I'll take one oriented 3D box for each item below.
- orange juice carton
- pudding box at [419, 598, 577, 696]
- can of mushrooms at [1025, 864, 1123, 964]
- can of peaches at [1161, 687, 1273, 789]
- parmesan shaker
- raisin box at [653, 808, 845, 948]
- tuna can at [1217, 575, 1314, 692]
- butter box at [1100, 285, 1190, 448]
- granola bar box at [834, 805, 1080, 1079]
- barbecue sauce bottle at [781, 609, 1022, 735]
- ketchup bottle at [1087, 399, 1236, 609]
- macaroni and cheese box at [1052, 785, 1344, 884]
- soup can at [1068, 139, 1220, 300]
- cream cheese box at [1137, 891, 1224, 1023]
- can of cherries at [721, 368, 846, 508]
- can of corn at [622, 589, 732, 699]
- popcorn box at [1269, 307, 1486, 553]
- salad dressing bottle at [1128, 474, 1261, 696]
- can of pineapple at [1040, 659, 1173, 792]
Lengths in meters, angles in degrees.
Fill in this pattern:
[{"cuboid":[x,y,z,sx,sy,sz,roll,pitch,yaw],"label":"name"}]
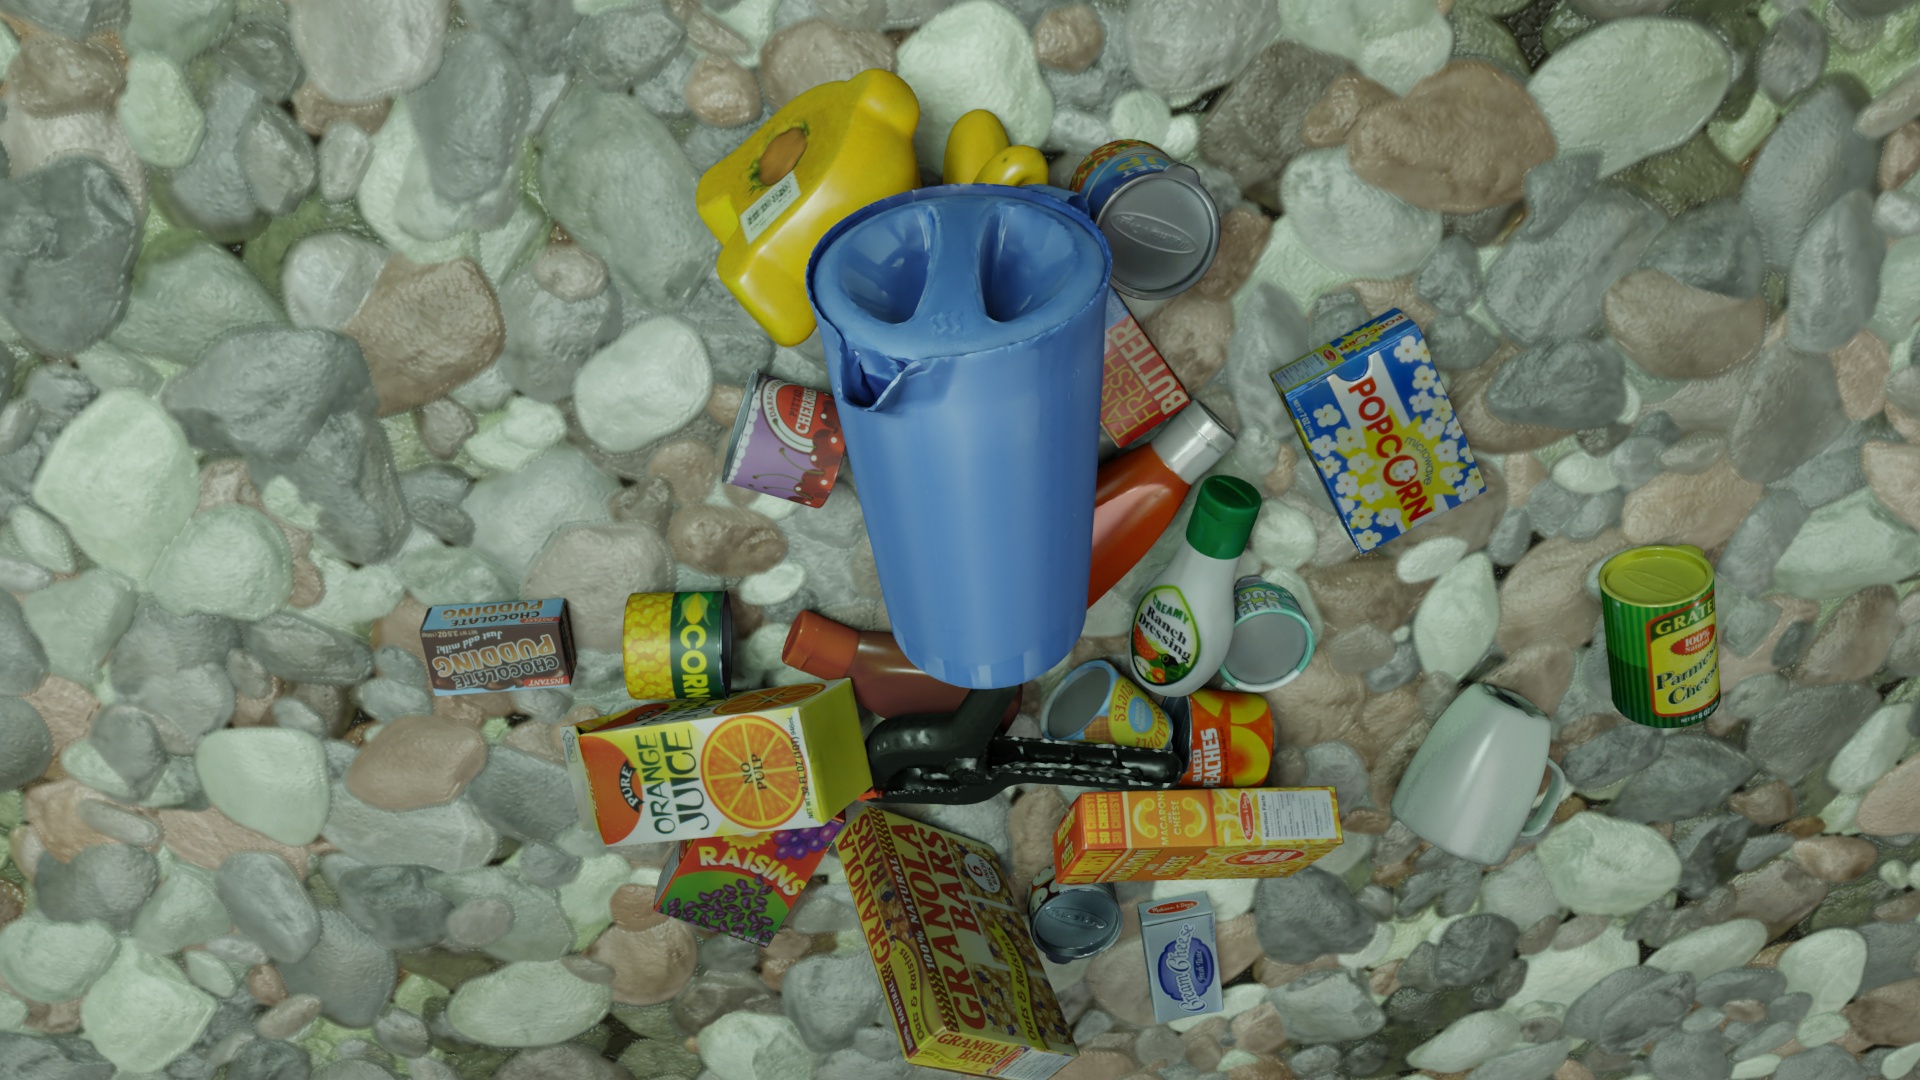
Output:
[{"cuboid":[-0.159,0.137,0.849,0.192,0.073,0.071,-10,95,20],"label":"orange juice carton"},{"cuboid":[-0.282,0.066,0.852,0.084,0.030,0.049,-3,119,-4],"label":"pudding box"},{"cuboid":[0.079,0.265,0.991,0.071,0.033,0.070,-3,118,-5],"label":"can of mushrooms"},{"cuboid":[0.167,0.131,0.908,0.058,0.071,0.071,7,117,-10],"label":"can of peaches"},{"cuboid":[0.459,0.062,0.906,0.071,0.071,0.102,-18,118,4],"label":"parmesan shaker"},{"cuboid":[-0.142,0.208,0.935,0.086,0.040,0.123,25,112,-16],"label":"raisin box"},{"cuboid":[0.192,0.061,0.896,0.071,0.033,0.070,-3,118,-5],"label":"tuna can"},{"cuboid":[0.084,-0.107,0.802,0.053,0.024,0.103,-34,115,13],"label":"butter box"},{"cuboid":[-0.005,0.258,0.887,0.124,0.166,0.039,28,114,-39],"label":"granola bar box"},{"cuboid":[-0.038,0.087,0.879,0.148,0.044,0.064,23,127,-15],"label":"barbecue sauce bottle"},{"cuboid":[0.100,-0.021,0.837,0.064,0.044,0.148,36,109,-31],"label":"ketchup bottle"},{"cuboid":[0.152,0.197,0.924,0.167,0.040,0.123,0,156,-5],"label":"macaroni and cheese box"},{"cuboid":[0.096,-0.174,0.734,0.071,0.084,0.071,-3,118,-5],"label":"soup can"},{"cuboid":[0.163,0.310,1.028,0.053,0.024,0.103,-11,118,0],"label":"cream cheese box"},{"cuboid":[-0.097,-0.058,0.784,0.058,0.072,0.071,16,115,-14],"label":"can of cherries"},{"cuboid":[-0.170,0.064,0.839,0.058,0.071,0.070,-1,118,-4],"label":"can of corn"},{"cuboid":[0.251,-0.064,0.833,0.085,0.038,0.126,-28,117,10],"label":"popcorn box"},{"cuboid":[0.144,0.029,0.849,0.044,0.064,0.146,-19,137,-36],"label":"salad dressing bottle"},{"cuboid":[0.095,0.119,0.896,0.071,0.071,0.058,-42,113,16],"label":"can of pineapple"}]
